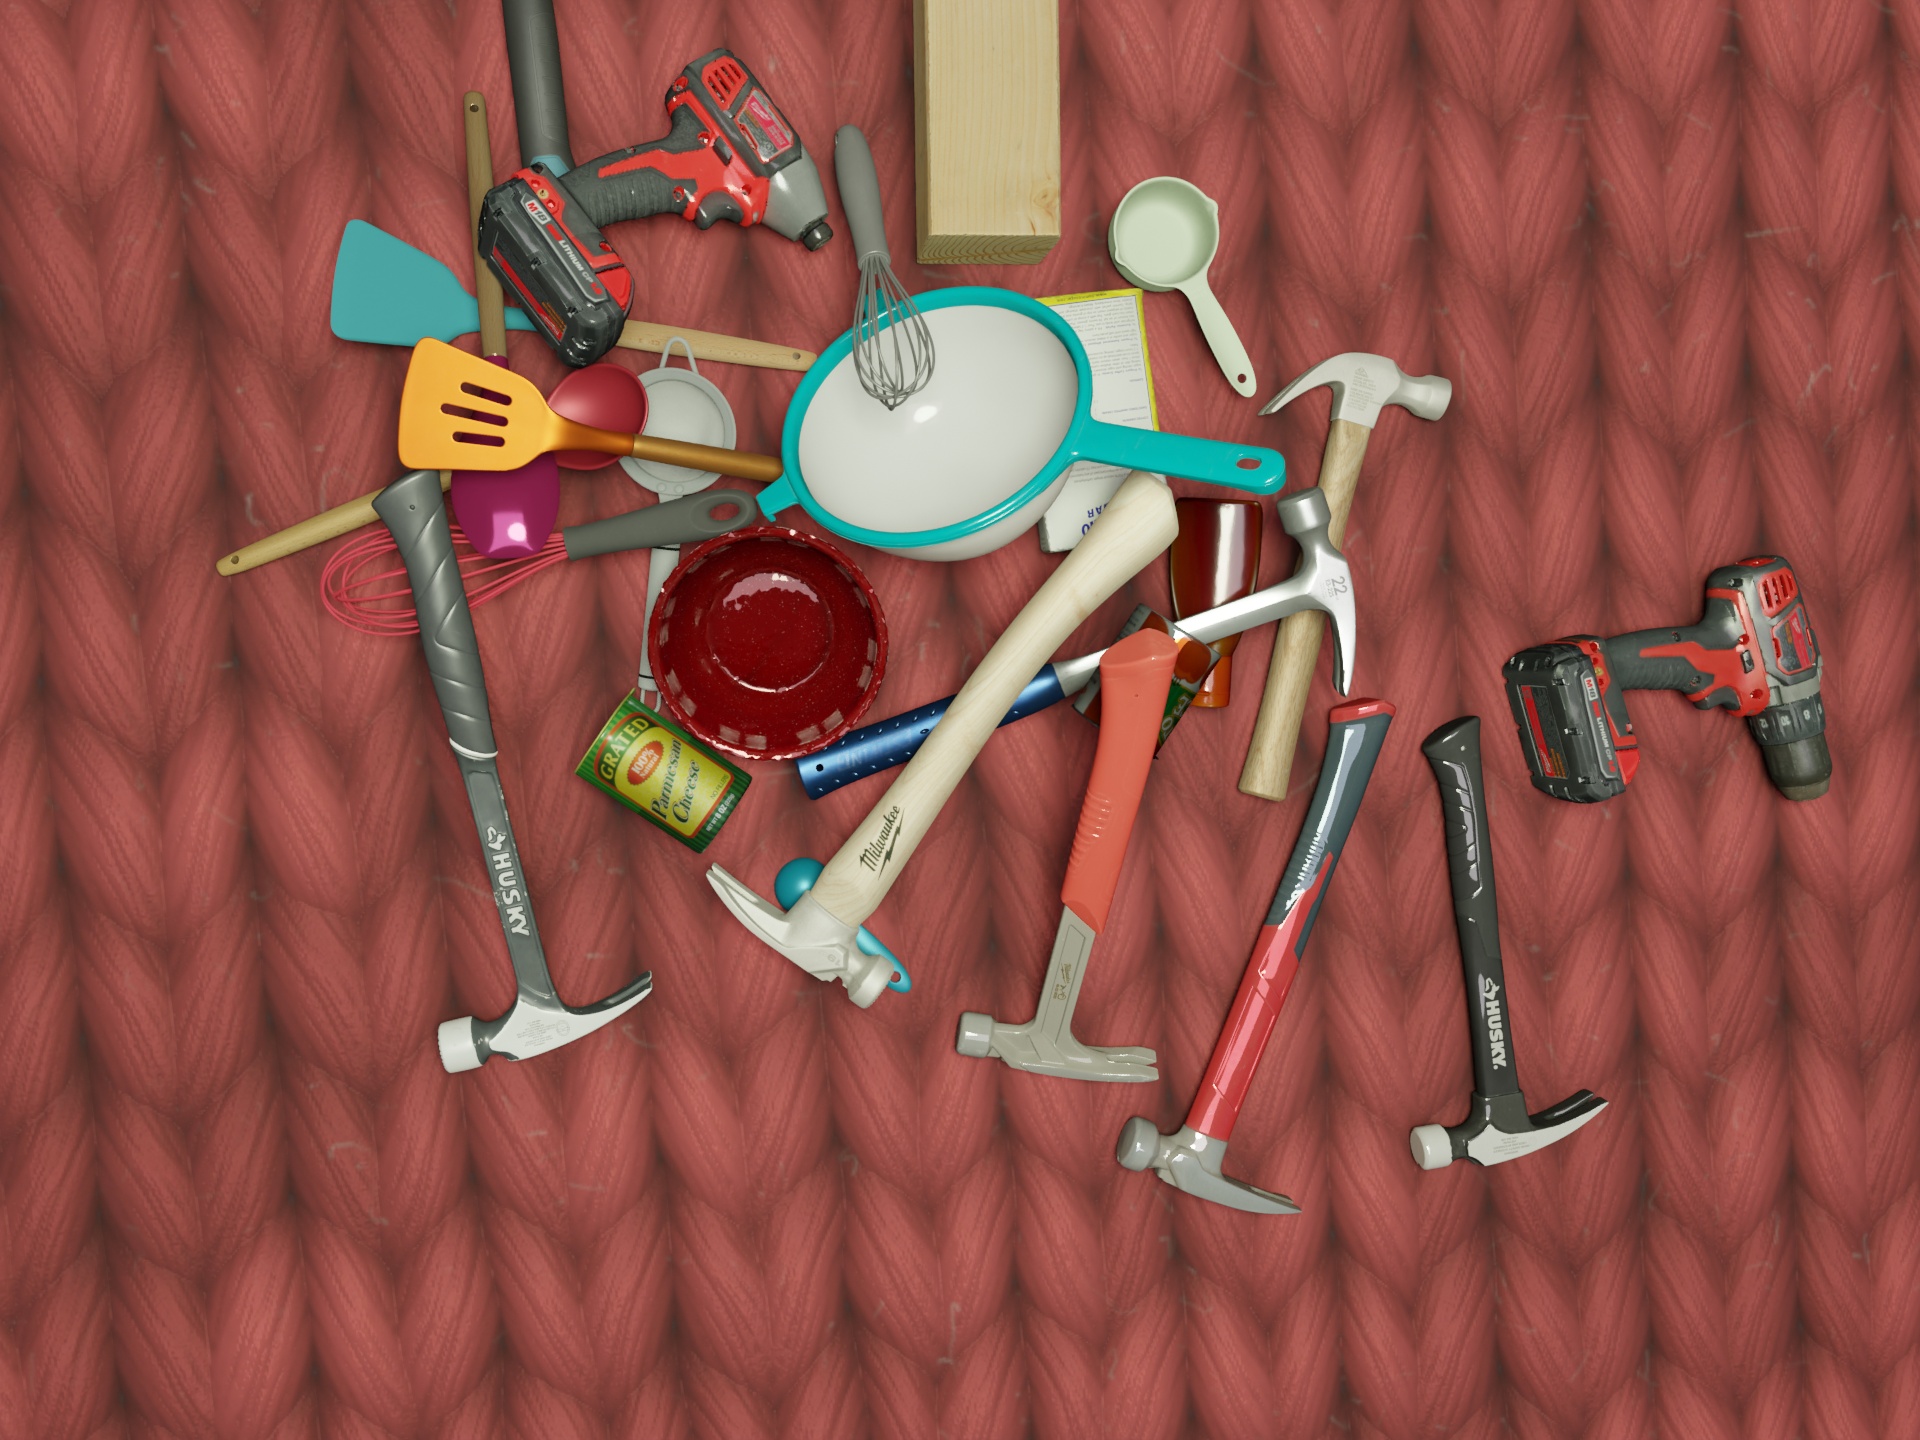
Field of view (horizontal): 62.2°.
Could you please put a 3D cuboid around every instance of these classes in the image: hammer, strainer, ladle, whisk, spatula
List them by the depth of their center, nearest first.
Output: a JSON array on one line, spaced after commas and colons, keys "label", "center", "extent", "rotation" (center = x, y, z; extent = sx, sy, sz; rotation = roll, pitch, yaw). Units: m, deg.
[{"label": "strainer", "center": [0.050, -0.167, 1.041], "extent": [0.340, 0.095, 0.211], "rotation": [14, 67, 24]}, {"label": "spatula", "center": [-0.197, -0.178, 1.042], "extent": [0.322, 0.041, 0.081], "rotation": [5, 103, -35]}, {"label": "hammer", "center": [-0.312, 0.035, 1.051], "extent": [0.149, 0.036, 0.408], "rotation": [-11, 108, -10]}, {"label": "whisk", "center": [-0.058, -0.308, 1.058], "extent": [0.055, 0.055, 0.239], "rotation": [-8, 65, -7]}, {"label": "whisk", "center": [-0.280, -0.113, 1.060], "extent": [0.296, 0.073, 0.073], "rotation": [-12, 95, -1]}, {"label": "hammer", "center": [0.098, 0.102, 1.063], "extent": [0.149, 0.037, 0.358], "rotation": [8, 122, -5]}, {"label": "ladle", "center": [-0.352, -0.159, 1.065], "extent": [0.315, 0.031, 0.069], "rotation": [-21, 83, 2]}, {"label": "hammer", "center": [-0.292, -0.509, 1.067], "extent": [0.128, 0.033, 0.331], "rotation": [-7, 94, -8]}, {"label": "hammer", "center": [-0.002, -0.003, 1.077], "extent": [0.146, 0.038, 0.410], "rotation": [37, 98, -5]}, {"label": "spatula", "center": [-0.255, -0.269, 1.079], "extent": [0.317, 0.044, 0.082], "rotation": [6, 80, -9]}, {"label": "strainer", "center": [-0.203, -0.131, 1.096], "extent": [0.087, 0.050, 0.258], "rotation": [8, 98, 2]}, {"label": "hammer", "center": [0.081, -0.026, 1.109], "extent": [0.405, 0.035, 0.144], "rotation": [-20, 100, 3]}, {"label": "hammer", "center": [0.256, -0.105, 1.161], "extent": [0.130, 0.031, 0.331], "rotation": [14, 91, -8]}, {"label": "hammer", "center": [0.250, 0.170, 1.172], "extent": [0.143, 0.038, 0.386], "rotation": [22, 90, -9]}, {"label": "hammer", "center": [0.395, 0.163, 1.192], "extent": [0.146, 0.035, 0.335], "rotation": [-8, 94, -6]}]

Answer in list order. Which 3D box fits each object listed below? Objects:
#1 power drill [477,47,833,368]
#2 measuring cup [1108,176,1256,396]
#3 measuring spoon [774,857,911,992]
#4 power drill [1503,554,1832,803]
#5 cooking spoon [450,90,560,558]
[{"label": "power drill", "center": [-0.193, -0.334, 1.048], "extent": [0.220, 0.078, 0.143], "rotation": [-40, 97, -22]}, {"label": "measuring cup", "center": [0.164, -0.304, 1.136], "extent": [0.083, 0.038, 0.167], "rotation": [-31, 98, -5]}, {"label": "measuring spoon", "center": [-0.081, 0.150, 1.134], "extent": [0.042, 0.021, 0.128], "rotation": [-45, 96, -3]}, {"label": "power drill", "center": [0.539, -0.006, 1.183], "extent": [0.226, 0.080, 0.188], "rotation": [-18, 96, -9]}, {"label": "cooking spoon", "center": [-0.308, -0.262, 1.043], "extent": [0.068, 0.017, 0.319], "rotation": [-5, 82, -11]}]
